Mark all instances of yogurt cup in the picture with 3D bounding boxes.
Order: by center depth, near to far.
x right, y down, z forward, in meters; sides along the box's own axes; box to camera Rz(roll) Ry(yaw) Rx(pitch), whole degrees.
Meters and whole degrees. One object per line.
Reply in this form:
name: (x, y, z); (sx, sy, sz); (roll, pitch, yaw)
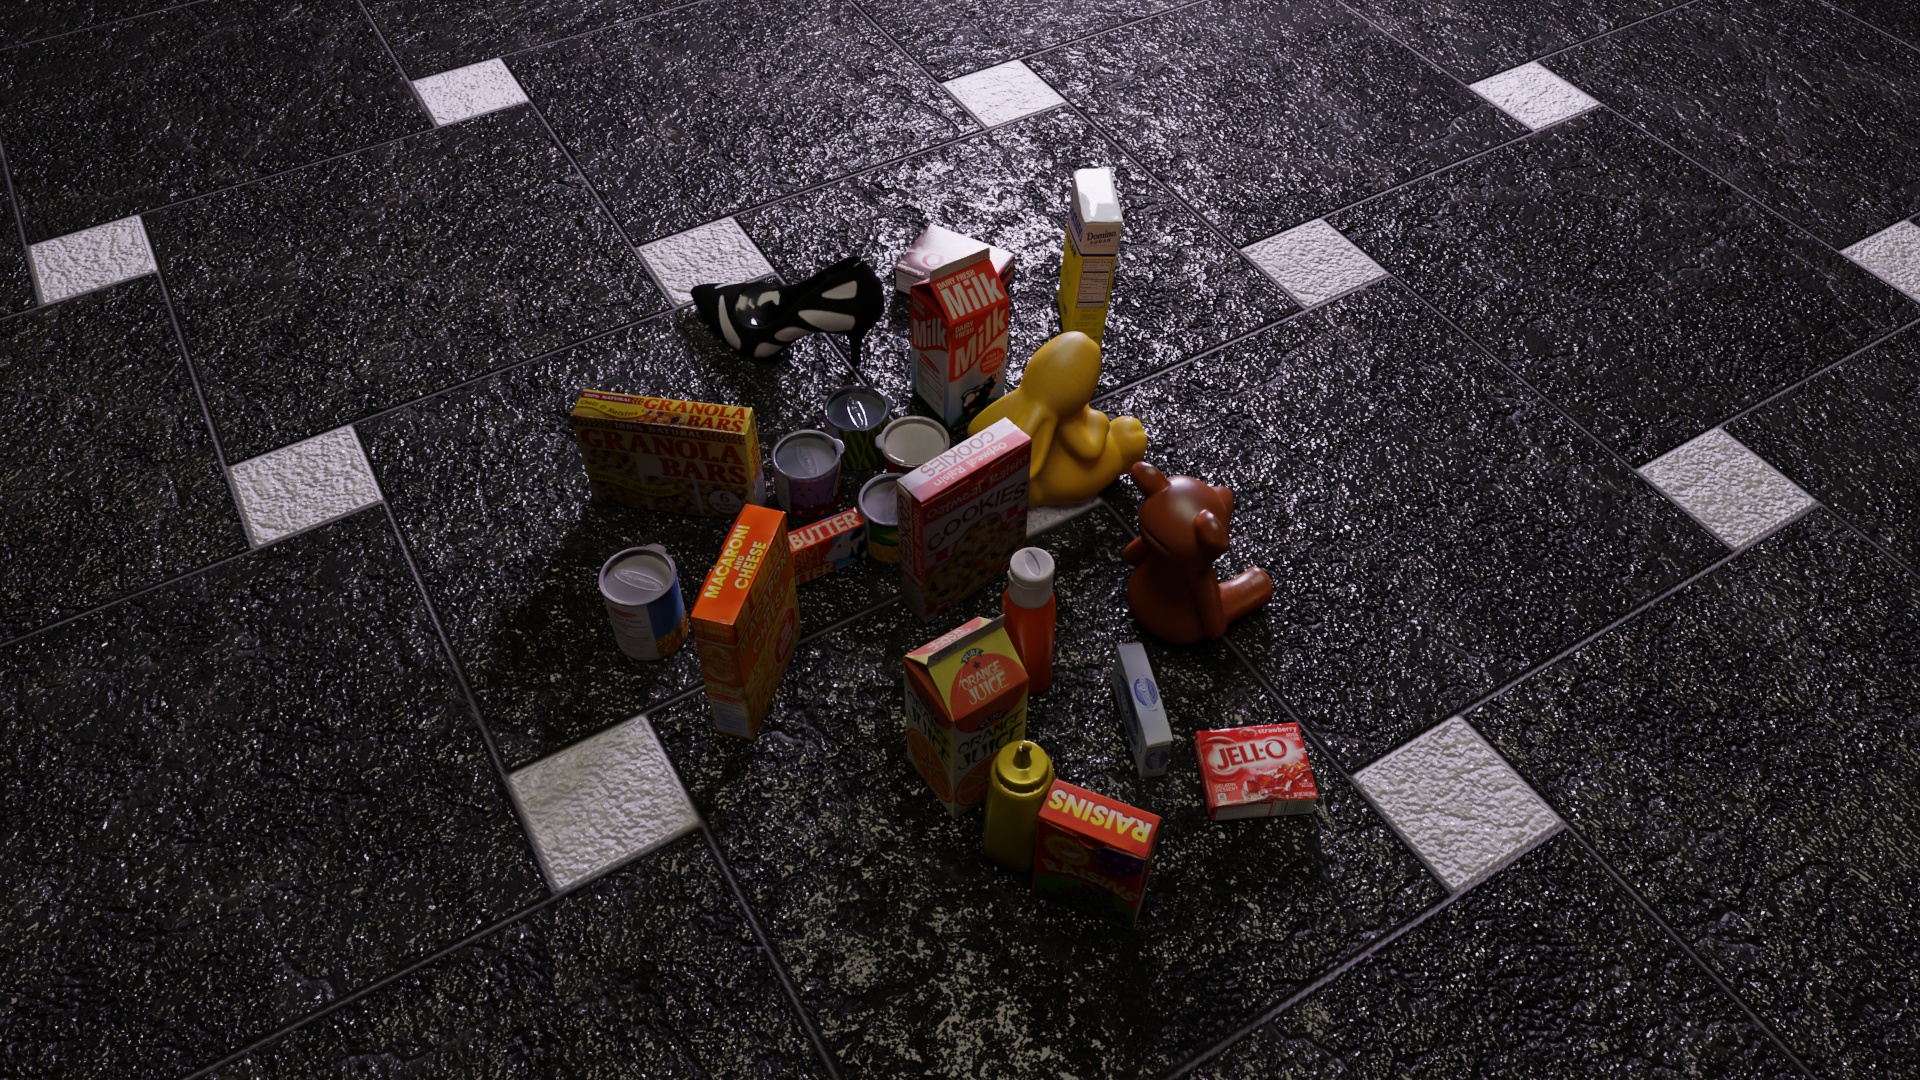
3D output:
yogurt cup: (-0.045, -0.081, 1.369); (0.072, 0.053, 0.073); (0, 49, 0)

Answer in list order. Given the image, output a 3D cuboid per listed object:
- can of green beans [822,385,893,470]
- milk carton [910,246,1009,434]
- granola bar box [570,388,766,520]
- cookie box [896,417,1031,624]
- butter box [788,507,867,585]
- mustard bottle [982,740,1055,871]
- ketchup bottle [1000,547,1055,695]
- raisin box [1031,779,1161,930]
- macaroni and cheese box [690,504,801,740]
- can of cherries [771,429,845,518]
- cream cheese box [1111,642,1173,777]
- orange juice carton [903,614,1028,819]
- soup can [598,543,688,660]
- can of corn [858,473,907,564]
can of green beans: (-0.103, -0.113, 1.393); (0.071, 0.057, 0.071); (0, 49, 0)
milk carton: (-0.001, -0.206, 1.387); (0.072, 0.189, 0.073); (-27, 55, -22)
granola bar box: (-0.274, -0.080, 1.320); (0.166, 0.123, 0.039); (7, 50, 5)
cookie box: (0.004, -0.016, 1.239); (0.123, 0.166, 0.040); (-32, 57, -25)
butter box: (-0.137, 0.011, 1.290); (0.104, 0.052, 0.024); (-22, 53, -18)
mustard bottle: (0.046, 0.194, 1.064); (0.049, 0.159, 0.066); (17, 51, 13)
ketchup bottle: (0.057, 0.067, 1.181); (0.043, 0.148, 0.065); (-14, 51, -12)
raisin box: (0.100, 0.239, 1.050); (0.086, 0.122, 0.040); (19, 52, 15)
macaroni and cheese box: (-0.178, 0.070, 1.165); (0.040, 0.165, 0.124); (12, 50, 9)
can of cherries: (-0.146, -0.065, 1.351); (0.071, 0.058, 0.072); (0, 49, 0)
cream cheese box: (0.153, 0.144, 1.179); (0.024, 0.053, 0.104); (-7, 50, -7)
orange juice carton: (0.004, 0.131, 1.097); (0.072, 0.191, 0.073); (-27, 55, -21)
soup can: (-0.278, 0.055, 1.231); (0.071, 0.083, 0.072); (0, 49, 0)
can of corn: (-0.060, -0.020, 1.314); (0.071, 0.058, 0.071); (0, 49, 0)
